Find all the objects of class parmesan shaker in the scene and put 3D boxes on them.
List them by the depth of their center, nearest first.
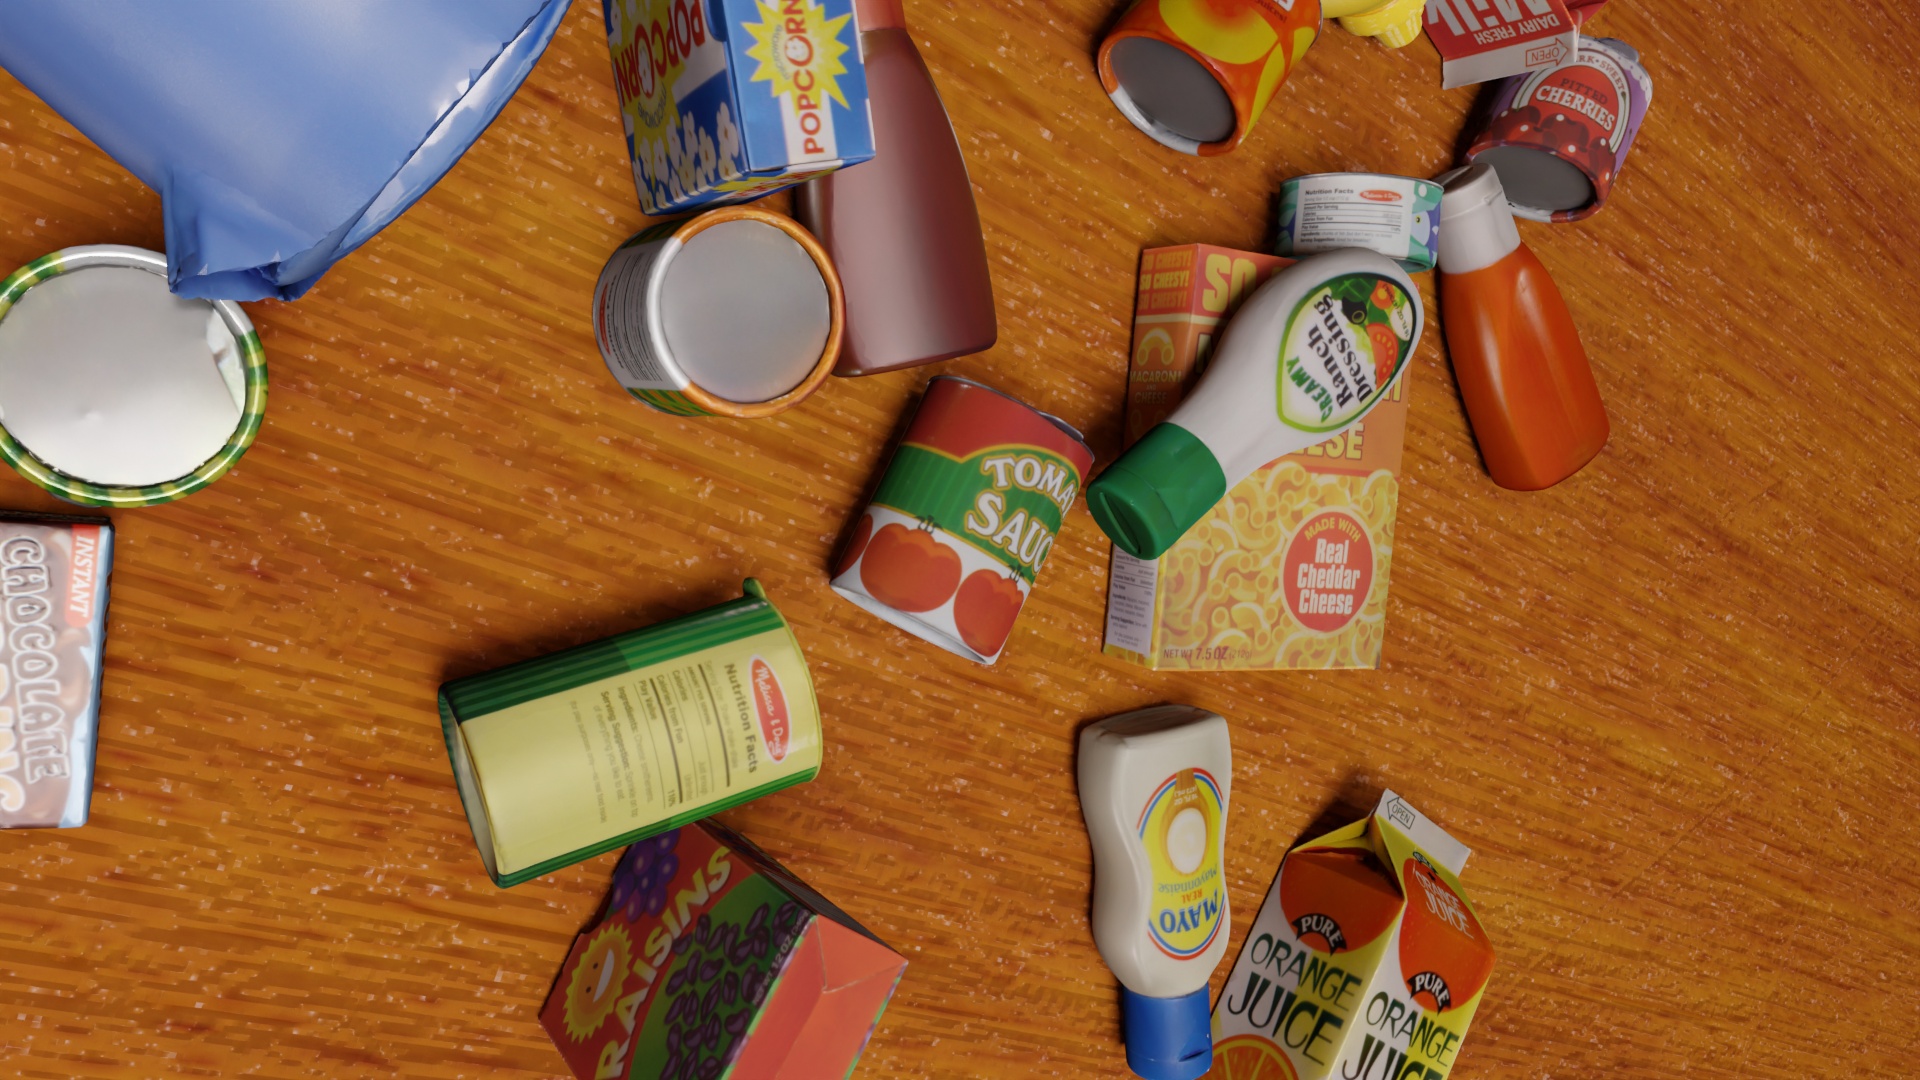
[{"bbox_3d":[-0.105,0.059,0.440,0.103,0.071,0.071,-16,103,-27],"label":"parmesan shaker"}]

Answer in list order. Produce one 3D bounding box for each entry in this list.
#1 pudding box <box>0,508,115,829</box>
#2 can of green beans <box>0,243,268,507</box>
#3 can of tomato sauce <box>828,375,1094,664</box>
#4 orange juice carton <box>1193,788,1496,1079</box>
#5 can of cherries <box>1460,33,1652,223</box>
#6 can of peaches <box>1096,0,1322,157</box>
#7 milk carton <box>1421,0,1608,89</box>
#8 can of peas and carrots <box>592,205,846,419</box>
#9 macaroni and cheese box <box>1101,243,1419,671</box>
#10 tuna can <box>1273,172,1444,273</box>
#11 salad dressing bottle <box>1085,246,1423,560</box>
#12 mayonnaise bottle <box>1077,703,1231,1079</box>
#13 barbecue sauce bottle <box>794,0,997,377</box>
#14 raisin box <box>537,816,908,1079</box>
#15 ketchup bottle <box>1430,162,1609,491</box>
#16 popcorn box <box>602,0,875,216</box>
[{"bbox_3d":[-0.257,0.034,0.370,0.050,0.030,0.083,6,92,-31],"label":"pudding box"},{"bbox_3d":[-0.221,-0.043,0.367,0.071,0.058,0.071,-3,97,-29],"label":"can of green beans"},{"bbox_3d":[0.002,-0.006,0.492,0.071,0.071,0.083,31,80,-29],"label":"can of tomato sauce"},{"bbox_3d":[0.167,0.208,0.607,0.071,0.073,0.193,34,78,-28],"label":"orange juice carton"},{"bbox_3d":[0.269,-0.186,0.628,0.071,0.071,0.058,32,80,-29],"label":"can of cherries"},{"bbox_3d":[0.094,-0.190,0.527,0.071,0.071,0.058,42,76,-27],"label":"can of peaches"},{"bbox_3d":[0.243,-0.297,0.601,0.073,0.072,0.190,1,95,-30],"label":"milk carton"},{"bbox_3d":[-0.076,-0.073,0.448,0.071,0.059,0.071,-4,98,-30],"label":"can of peas and carrots"},{"bbox_3d":[0.126,-0.031,0.579,0.124,0.040,0.166,3,94,-30],"label":"macaroni and cheese box"},{"bbox_3d":[0.165,-0.131,0.578,0.071,0.071,0.032,2,96,-30],"label":"tuna can"},{"bbox_3d":[0.110,-0.051,0.518,0.148,0.044,0.064,-41,114,-18],"label":"salad dressing bottle"},{"bbox_3d":[0.083,0.145,0.570,0.065,0.041,0.147,-9,99,-31],"label":"mayonnaise bottle"},{"bbox_3d":[-0.029,-0.134,0.477,0.065,0.043,0.148,-16,102,-28],"label":"barbecue sauce bottle"},{"bbox_3d":[-0.079,0.139,0.429,0.040,0.123,0.086,34,78,-30],"label":"raisin box"},{"bbox_3d":[0.253,-0.099,0.643,0.065,0.043,0.148,-37,111,-23],"label":"ketchup bottle"},{"bbox_3d":[-0.070,-0.144,0.405,0.038,0.127,0.085,-12,102,-23],"label":"popcorn box"}]
